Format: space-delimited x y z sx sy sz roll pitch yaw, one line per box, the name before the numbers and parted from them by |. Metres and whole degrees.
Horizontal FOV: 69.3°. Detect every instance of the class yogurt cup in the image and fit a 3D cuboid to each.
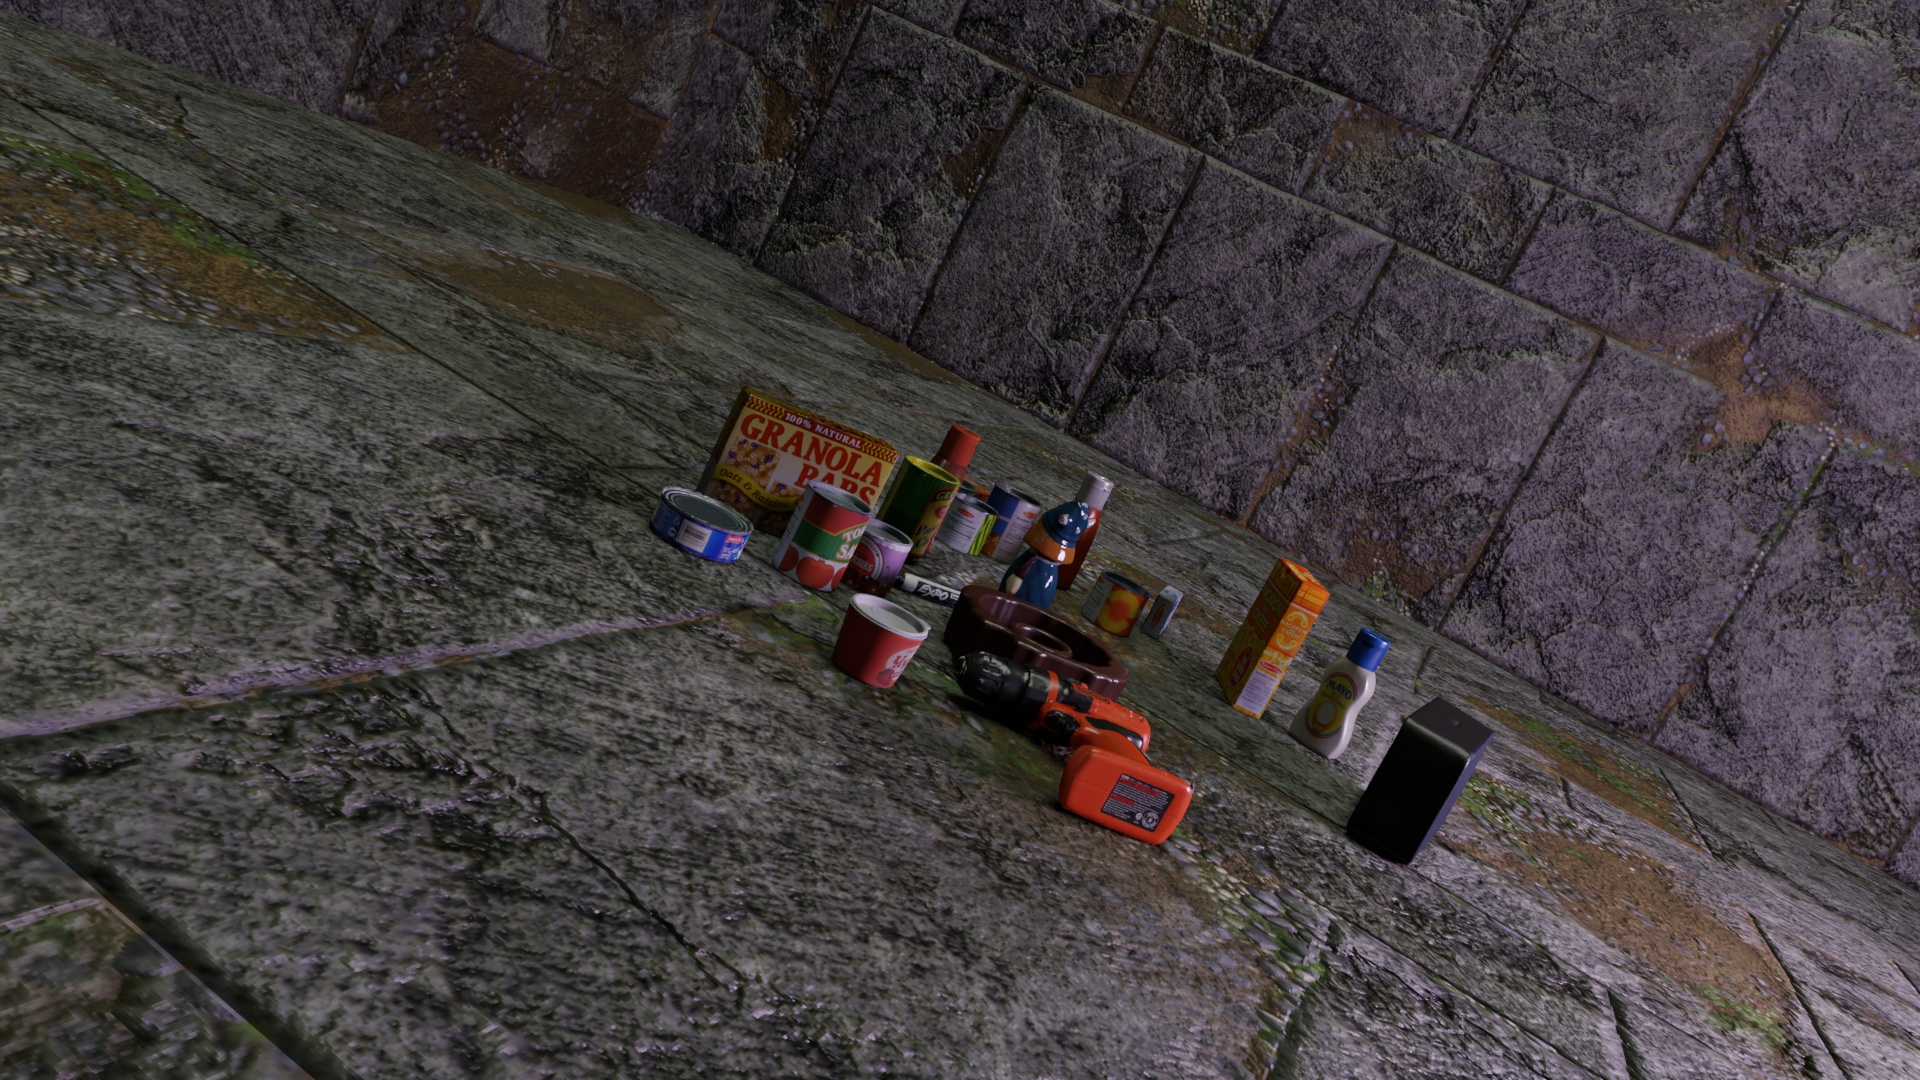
yogurt cup | -0.067 0.081 1.106 0.072 0.054 0.072 25 11 -5

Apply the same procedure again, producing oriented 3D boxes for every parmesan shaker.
parmesan shaker | -0.052 -0.033 1.516 0.071 0.103 0.071 25 11 -5

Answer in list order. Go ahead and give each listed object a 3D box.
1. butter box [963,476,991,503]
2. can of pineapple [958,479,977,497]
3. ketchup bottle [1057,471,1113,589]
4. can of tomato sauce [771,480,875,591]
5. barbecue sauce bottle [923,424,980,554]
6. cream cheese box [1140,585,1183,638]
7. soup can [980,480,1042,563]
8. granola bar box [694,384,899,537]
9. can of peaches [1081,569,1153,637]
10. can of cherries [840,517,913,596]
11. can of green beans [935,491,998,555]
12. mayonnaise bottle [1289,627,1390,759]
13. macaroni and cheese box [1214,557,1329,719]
butter box | -0.005 -0.061 1.868 0.024 0.053 0.104 15 16 -46
can of pineapple | -0.021 -0.055 1.793 0.071 0.057 0.071 25 11 -5
ketchup bottle | 0.144 -0.013 1.741 0.065 0.148 0.043 16 16 -45
can of tomato sauce | -0.125 -0.003 1.276 0.071 0.083 0.071 25 11 -5
barbecue sauce bottle | -0.026 -0.059 1.573 0.044 0.148 0.065 27 11 2
cream cheese box | 0.257 0.090 1.773 0.024 0.053 0.104 29 12 11
soup can | 0.054 -0.023 1.753 0.071 0.083 0.071 25 11 -5
granola bar box | -0.162 -0.065 1.367 0.165 0.124 0.039 21 12 -27
can of peaches | 0.189 0.077 1.672 0.071 0.058 0.071 25 11 -5
can of cherries | -0.089 0.014 1.341 0.071 0.058 0.071 25 11 -5
can of green beans | 0.005 -0.021 1.703 0.071 0.057 0.071 25 11 -5
mayonnaise bottle | 0.433 0.171 1.570 0.065 0.147 0.041 34 13 33
macaroni and cheese box | 0.361 0.112 1.626 0.040 0.166 0.124 26 11 -5
